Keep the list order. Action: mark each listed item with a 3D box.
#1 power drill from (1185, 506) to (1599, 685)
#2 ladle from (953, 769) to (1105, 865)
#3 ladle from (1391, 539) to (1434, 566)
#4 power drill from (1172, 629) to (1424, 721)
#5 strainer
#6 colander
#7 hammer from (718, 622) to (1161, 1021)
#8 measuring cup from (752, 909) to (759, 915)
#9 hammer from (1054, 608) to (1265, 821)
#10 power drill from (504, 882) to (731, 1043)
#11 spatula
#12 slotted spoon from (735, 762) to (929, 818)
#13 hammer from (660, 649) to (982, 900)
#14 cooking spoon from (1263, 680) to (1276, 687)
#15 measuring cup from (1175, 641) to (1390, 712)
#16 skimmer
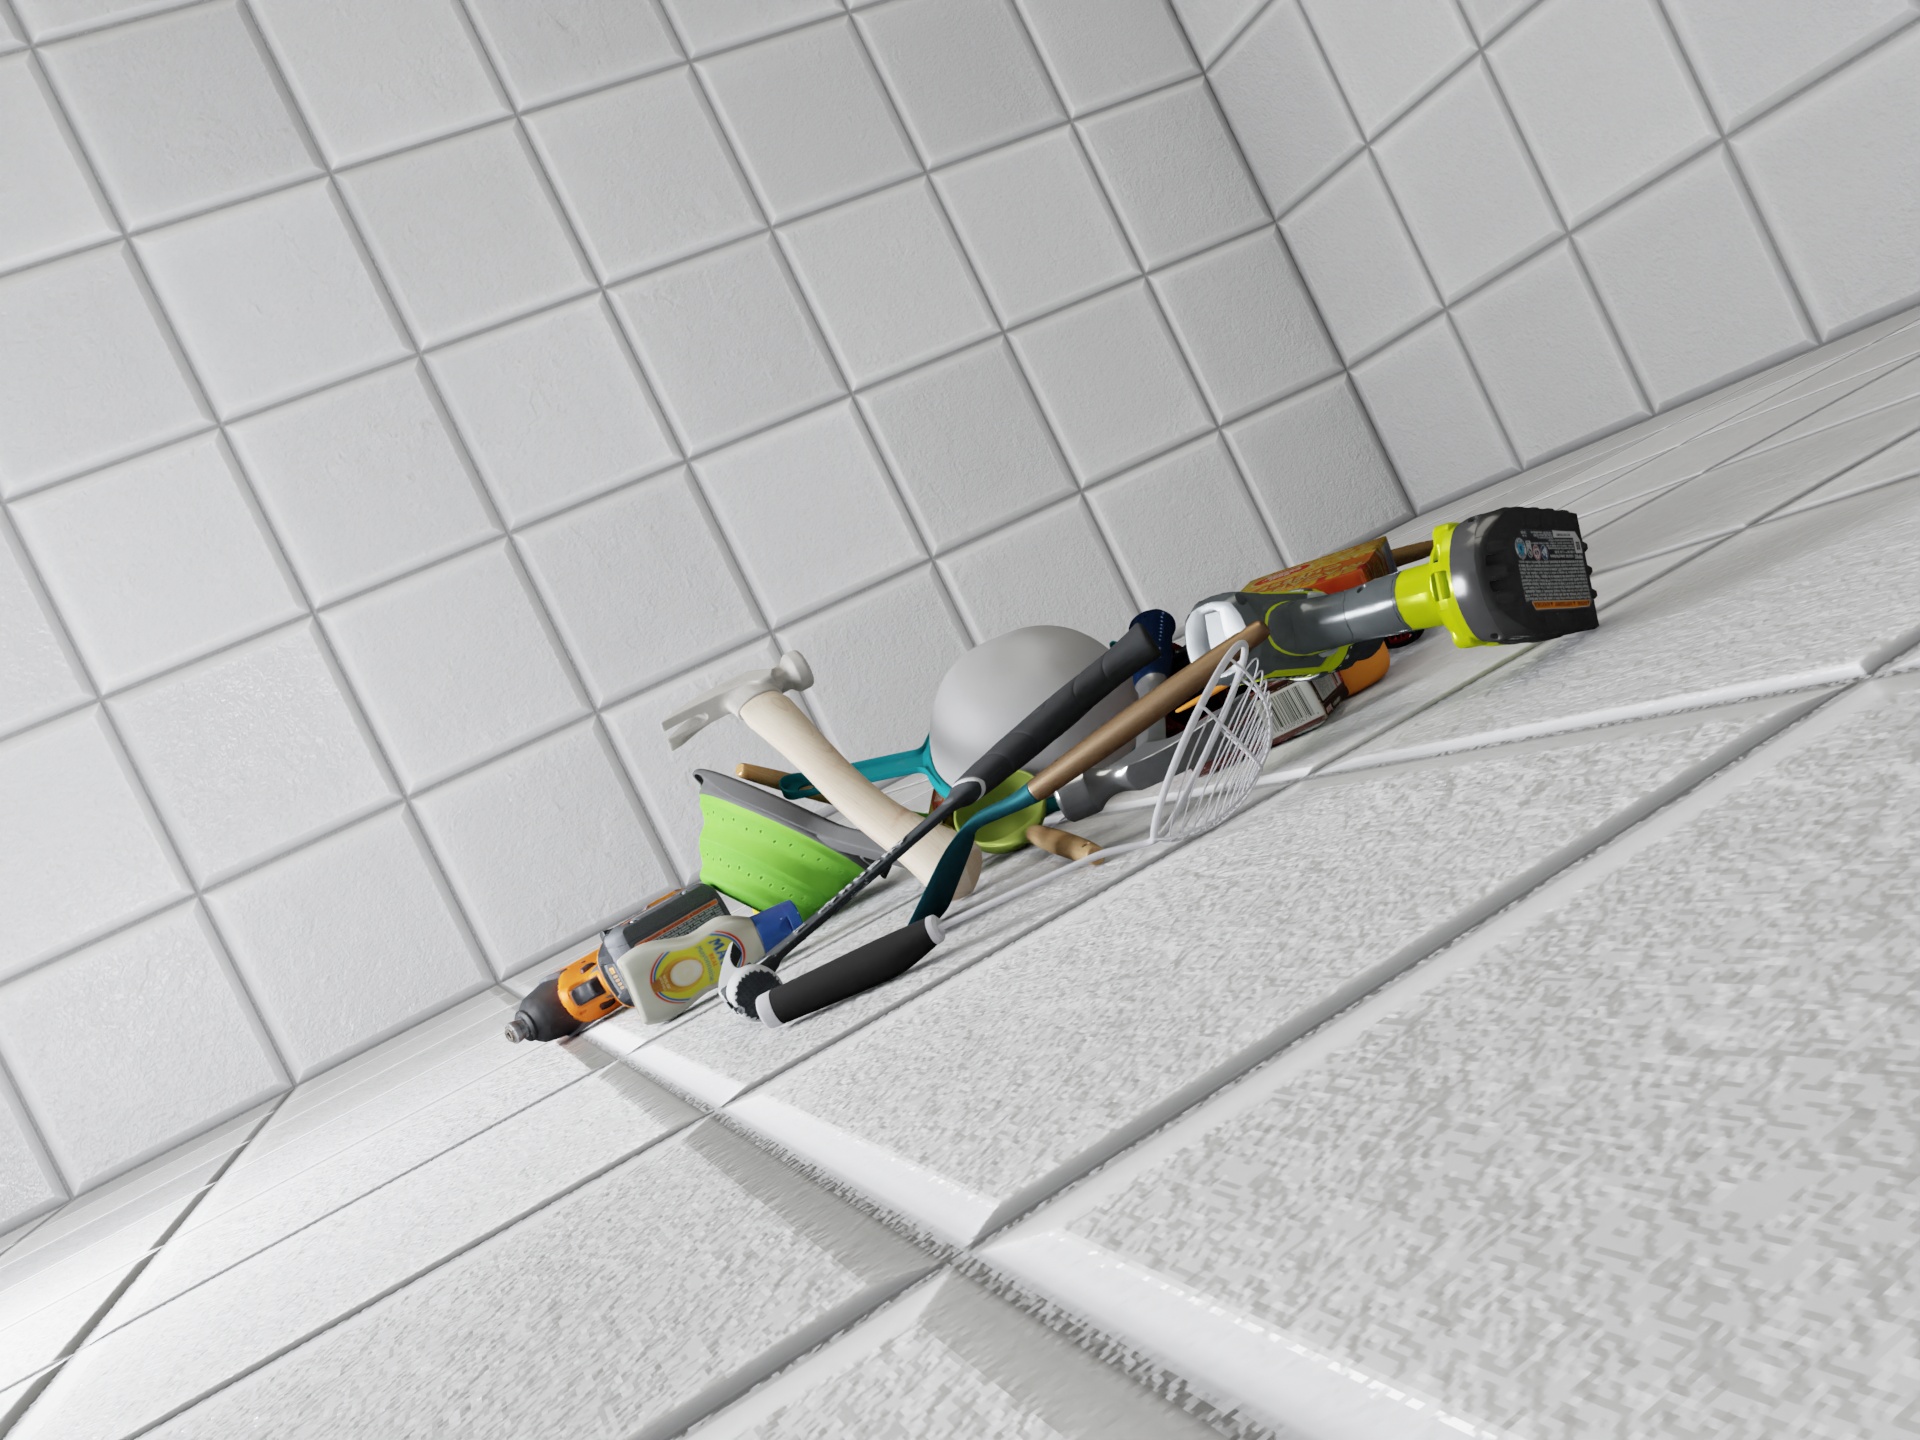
[{"bbox_3d":[0.287,-0.072,1.040,0.190,0.080,0.228,-5,-6,-44],"label":"power drill"},{"bbox_3d":[0.054,0.075,1.163,0.078,0.062,0.320,-34,5,-8],"label":"ladle"},{"bbox_3d":[0.315,-0.123,1.453,0.069,0.031,0.315,-18,1,-33],"label":"ladle"},{"bbox_3d":[0.322,-0.075,1.456,0.226,0.080,0.188,-22,3,20],"label":"power drill"},{"bbox_3d":[-0.002,-0.004,1.384,0.340,0.095,0.211,-13,36,4],"label":"strainer"},{"bbox_3d":[-0.129,0.135,1.402,0.397,0.204,0.094,7,68,57],"label":"colander"},{"bbox_3d":[-0.010,0.063,1.130,0.409,0.036,0.149,-40,8,-15],"label":"hammer"},{"bbox_3d":[-0.227,0.209,1.674,0.062,0.029,0.156,-25,0,41],"label":"measuring cup"},{"bbox_3d":[0.154,-0.027,1.233,0.144,0.035,0.406,-23,13,13],"label":"hammer"},{"bbox_3d":[-0.317,0.235,1.462,0.164,0.084,0.226,-29,-1,-42],"label":"power drill"},{"bbox_3d":[0.074,0.040,1.018,0.317,0.044,0.082,-38,-6,23],"label":"spatula"},{"bbox_3d":[-0.096,0.079,1.515,0.070,0.031,0.313,-21,-26,35],"label":"slotted spoon"},{"bbox_3d":[-0.113,0.049,1.309,0.146,0.038,0.411,-28,33,-18],"label":"hammer"},{"bbox_3d":[0.190,0.014,1.616,0.319,0.017,0.069,-26,-1,11],"label":"cooking spoon"},{"bbox_3d":[0.258,-0.026,1.267,0.173,0.052,0.095,-27,1,19],"label":"measuring cup"},{"bbox_3d":[0.027,0.073,0.951,0.363,0.090,0.127,-27,-11,10],"label":"skimmer"}]
